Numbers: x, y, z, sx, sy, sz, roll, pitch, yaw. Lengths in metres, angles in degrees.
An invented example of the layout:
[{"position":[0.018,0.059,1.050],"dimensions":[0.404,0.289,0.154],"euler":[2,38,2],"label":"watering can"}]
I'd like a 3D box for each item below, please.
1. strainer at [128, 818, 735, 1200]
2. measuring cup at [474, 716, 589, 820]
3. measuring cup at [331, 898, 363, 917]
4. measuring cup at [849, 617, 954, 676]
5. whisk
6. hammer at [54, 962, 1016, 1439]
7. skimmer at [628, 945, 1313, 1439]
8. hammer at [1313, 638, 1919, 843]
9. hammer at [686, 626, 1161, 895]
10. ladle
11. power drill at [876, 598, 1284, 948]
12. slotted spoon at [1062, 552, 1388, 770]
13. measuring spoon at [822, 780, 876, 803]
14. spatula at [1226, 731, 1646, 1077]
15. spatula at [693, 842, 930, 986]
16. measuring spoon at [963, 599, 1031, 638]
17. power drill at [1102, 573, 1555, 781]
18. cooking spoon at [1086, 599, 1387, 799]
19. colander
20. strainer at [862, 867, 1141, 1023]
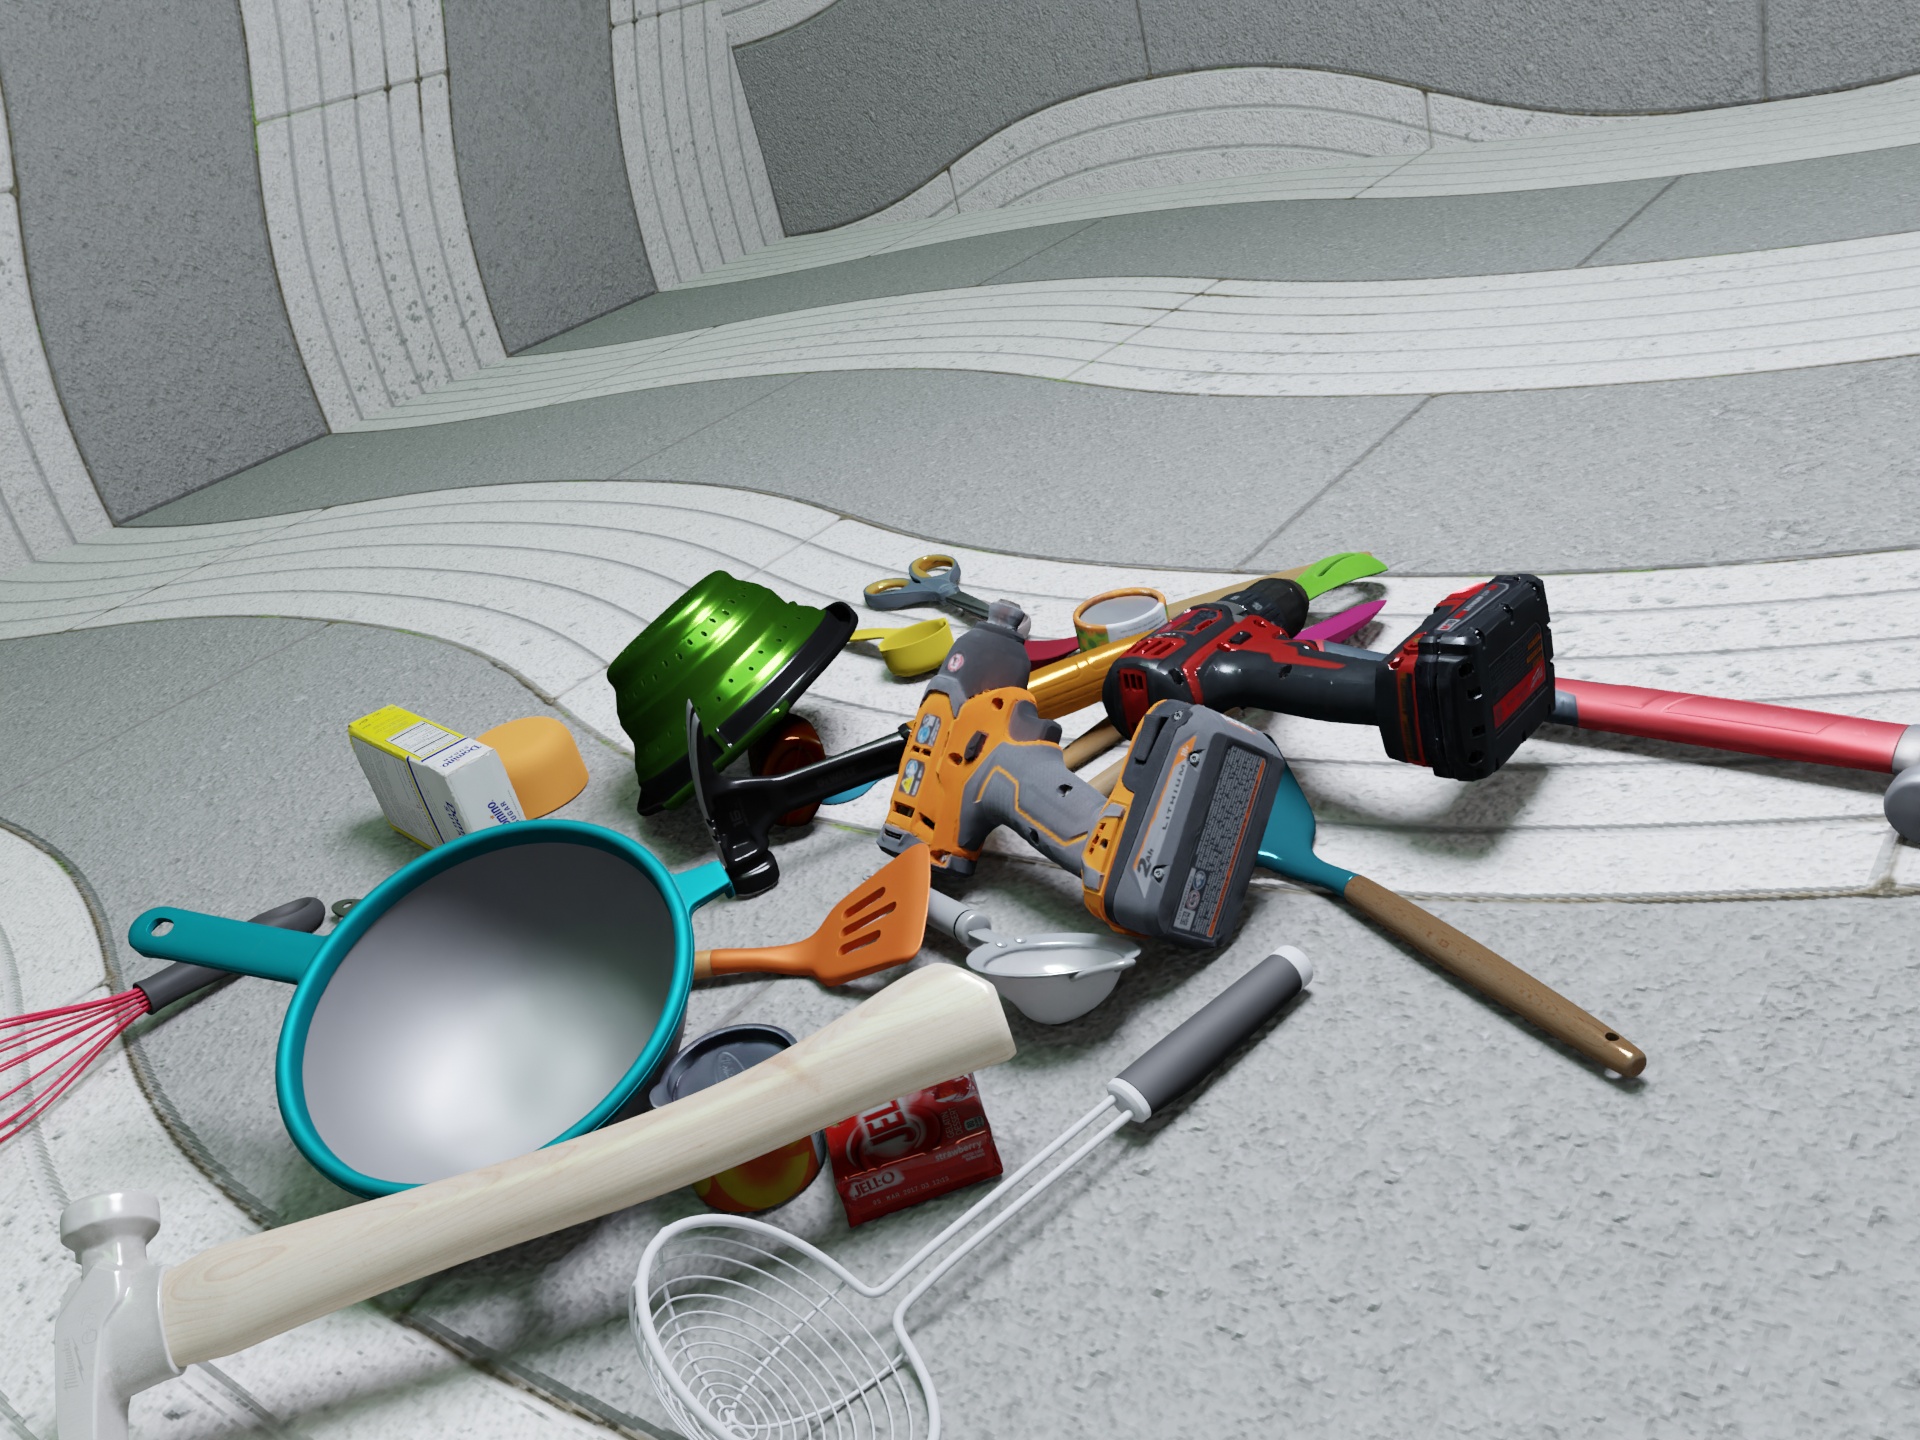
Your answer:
[{"position":[-0.280,0.153,0.822],"dimensions":[0.340,0.095,0.211],"euler":[6,52,22],"label":"strainer"},{"position":[-0.362,0.031,1.206],"dimensions":[0.174,0.052,0.095],"euler":[5,32,32],"label":"measuring cup"},{"position":[-0.361,0.117,1.045],"dimensions":[0.168,0.038,0.083],"euler":[3,31,30],"label":"measuring cup"},{"position":[-0.057,-0.057,1.258],"dimensions":[0.062,0.029,0.156],"euler":[-29,17,-27],"label":"measuring cup"},{"position":[-0.528,0.184,0.992],"dimensions":[0.073,0.073,0.296],"euler":[6,26,38],"label":"whisk"},{"position":[-0.170,0.205,0.664],"dimensions":[0.410,0.038,0.146],"euler":[-20,59,-4],"label":"hammer"},{"position":[0.033,0.174,0.649],"dimensions":[0.363,0.090,0.127],"euler":[-30,56,-32],"label":"skimmer"},{"position":[0.374,-0.014,0.902],"dimensions":[0.386,0.038,0.143],"euler":[12,36,45],"label":"hammer"},{"position":[-0.002,-0.003,0.992],"dimensions":[0.337,0.127,0.034],"euler":[-20,27,-12],"label":"hammer"},{"position":[0.155,-0.079,1.171],"dimensions":[0.315,0.031,0.069],"euler":[-16,17,-5],"label":"ladle"},{"position":[0.058,0.023,0.870],"dimensions":[0.227,0.164,0.084],"euler":[15,-4,45],"label":"power drill"},{"position":[0.178,-0.045,1.084],"dimensions":[0.314,0.031,0.070],"euler":[-32,9,-27],"label":"slotted spoon"},{"position":[-0.042,0.021,1.081],"dimensions":[0.128,0.021,0.042],"euler":[-23,26,-10],"label":"measuring spoon"},{"position":[0.209,0.085,0.785],"dimensions":[0.082,0.044,0.318],"euler":[-19,25,-20],"label":"spatula"},{"position":[-0.164,0.134,0.899],"dimensions":[0.322,0.041,0.081],"euler":[-10,42,14],"label":"spatula"},{"position":[0.027,-0.078,1.261],"dimensions":[0.034,0.018,0.124],"euler":[-28,20,-9],"label":"measuring spoon"},{"position":[0.217,-0.038,0.911],"dimensions":[0.227,0.080,0.188],"euler":[4,25,40],"label":"power drill"},{"position":[0.166,-0.007,1.025],"dimensions":[0.319,0.017,0.069],"euler":[-31,10,-29],"label":"cooking spoon"},{"position":[-0.175,-0.060,1.176],"dimensions":[0.204,0.094,0.397],"euler":[-40,13,11],"label":"colander"},{"position":[0.012,0.114,0.844],"dimensions":[0.087,0.050,0.259],"euler":[-7,12,-30],"label":"strainer"}]
